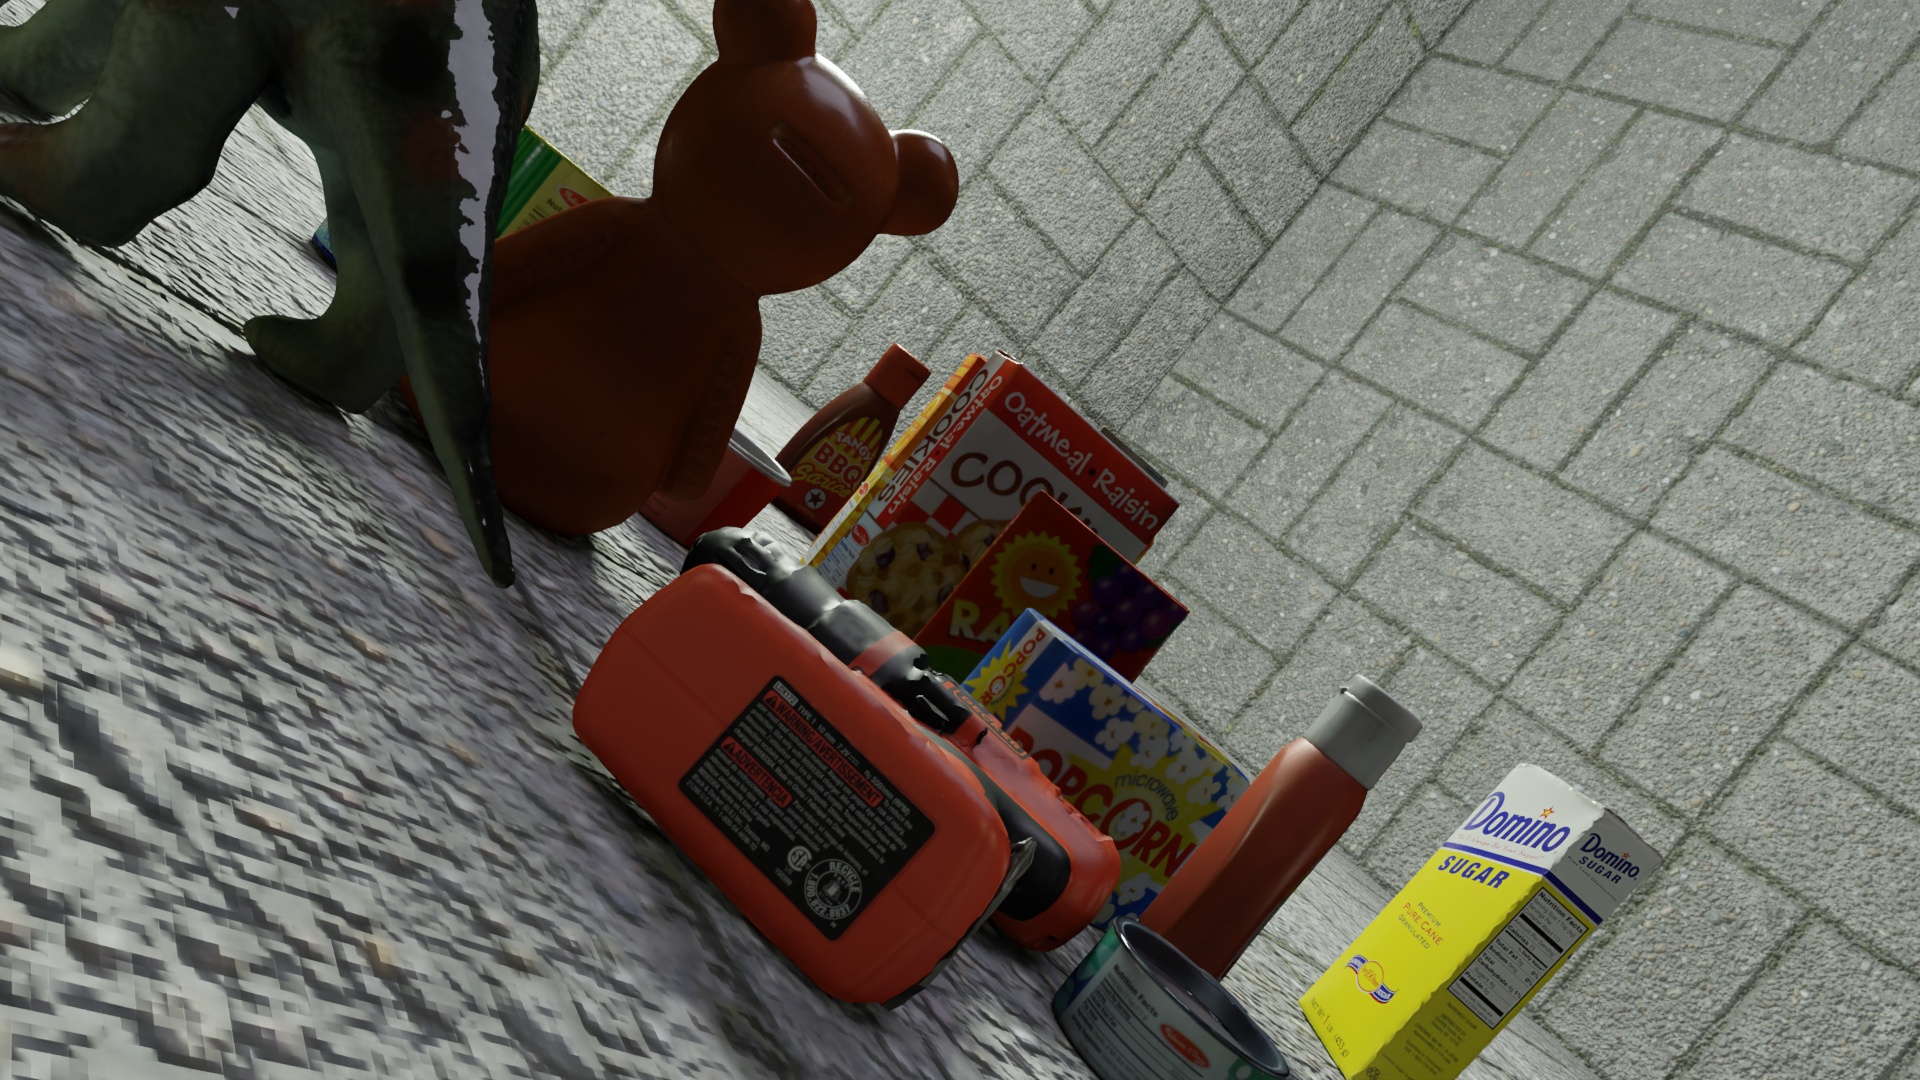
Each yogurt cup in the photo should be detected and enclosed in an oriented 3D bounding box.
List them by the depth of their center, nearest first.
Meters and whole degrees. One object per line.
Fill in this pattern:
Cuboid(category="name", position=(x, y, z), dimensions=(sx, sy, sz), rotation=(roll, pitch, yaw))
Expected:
Cuboid(category="yogurt cup", position=(-0.121, -0.029, 0.649), dimensions=(0.072, 0.054, 0.072), rotation=(39, 2, -2))

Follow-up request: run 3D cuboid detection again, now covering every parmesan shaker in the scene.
Cuboid(category="parmesan shaker", position=(-0.243, -0.166, 0.755), dimensions=(0.071, 0.103, 0.071), rotation=(39, 2, -2))

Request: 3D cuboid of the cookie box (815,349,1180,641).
Cuboid(category="cookie box", position=(0.014, 0.005, 0.712), dimensions=(0.123, 0.167, 0.040), rotation=(38, 2, -27))

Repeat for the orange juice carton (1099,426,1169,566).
Cuboid(category="orange juice carton", position=(0.062, 0.014, 0.966), dimensions=(0.071, 0.192, 0.073), rotation=(39, 2, -25))

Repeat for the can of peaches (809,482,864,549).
Cuboid(category="can of peaches", position=(-0.060, 0.003, 0.931), dimensions=(0.071, 0.058, 0.071), rotation=(39, 2, -2))

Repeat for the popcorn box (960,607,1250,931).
Cuboid(category="popcorn box", position=(0.044, 0.092, 0.537), dimensions=(0.126, 0.085, 0.038), rotation=(38, 3, -37))

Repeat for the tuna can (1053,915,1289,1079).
Cuboid(category="tuna can", position=(0.063, 0.148, 0.418), dimensions=(0.071, 0.033, 0.071), rotation=(39, 2, -2))

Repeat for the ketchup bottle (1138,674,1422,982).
Cuboid(category="ketchup bottle", position=(0.140, 0.126, 0.609), dimensions=(0.043, 0.149, 0.064), rotation=(40, 2, 8))

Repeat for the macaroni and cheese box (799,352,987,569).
Cuboid(category="macaroni and cheese box", position=(0.003, -0.011, 0.841), dimensions=(0.123, 0.166, 0.040), rotation=(39, 2, -14))

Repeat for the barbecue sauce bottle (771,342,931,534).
Cuboid(category="barbecue sauce bottle", position=(-0.082, -0.078, 1.028), dimensions=(0.065, 0.148, 0.044), rotation=(38, 2, -33))

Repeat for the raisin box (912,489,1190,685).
Cuboid(category="raisin box", position=(0.028, 0.051, 0.606), dimensions=(0.086, 0.123, 0.040), rotation=(40, 2, 5))
